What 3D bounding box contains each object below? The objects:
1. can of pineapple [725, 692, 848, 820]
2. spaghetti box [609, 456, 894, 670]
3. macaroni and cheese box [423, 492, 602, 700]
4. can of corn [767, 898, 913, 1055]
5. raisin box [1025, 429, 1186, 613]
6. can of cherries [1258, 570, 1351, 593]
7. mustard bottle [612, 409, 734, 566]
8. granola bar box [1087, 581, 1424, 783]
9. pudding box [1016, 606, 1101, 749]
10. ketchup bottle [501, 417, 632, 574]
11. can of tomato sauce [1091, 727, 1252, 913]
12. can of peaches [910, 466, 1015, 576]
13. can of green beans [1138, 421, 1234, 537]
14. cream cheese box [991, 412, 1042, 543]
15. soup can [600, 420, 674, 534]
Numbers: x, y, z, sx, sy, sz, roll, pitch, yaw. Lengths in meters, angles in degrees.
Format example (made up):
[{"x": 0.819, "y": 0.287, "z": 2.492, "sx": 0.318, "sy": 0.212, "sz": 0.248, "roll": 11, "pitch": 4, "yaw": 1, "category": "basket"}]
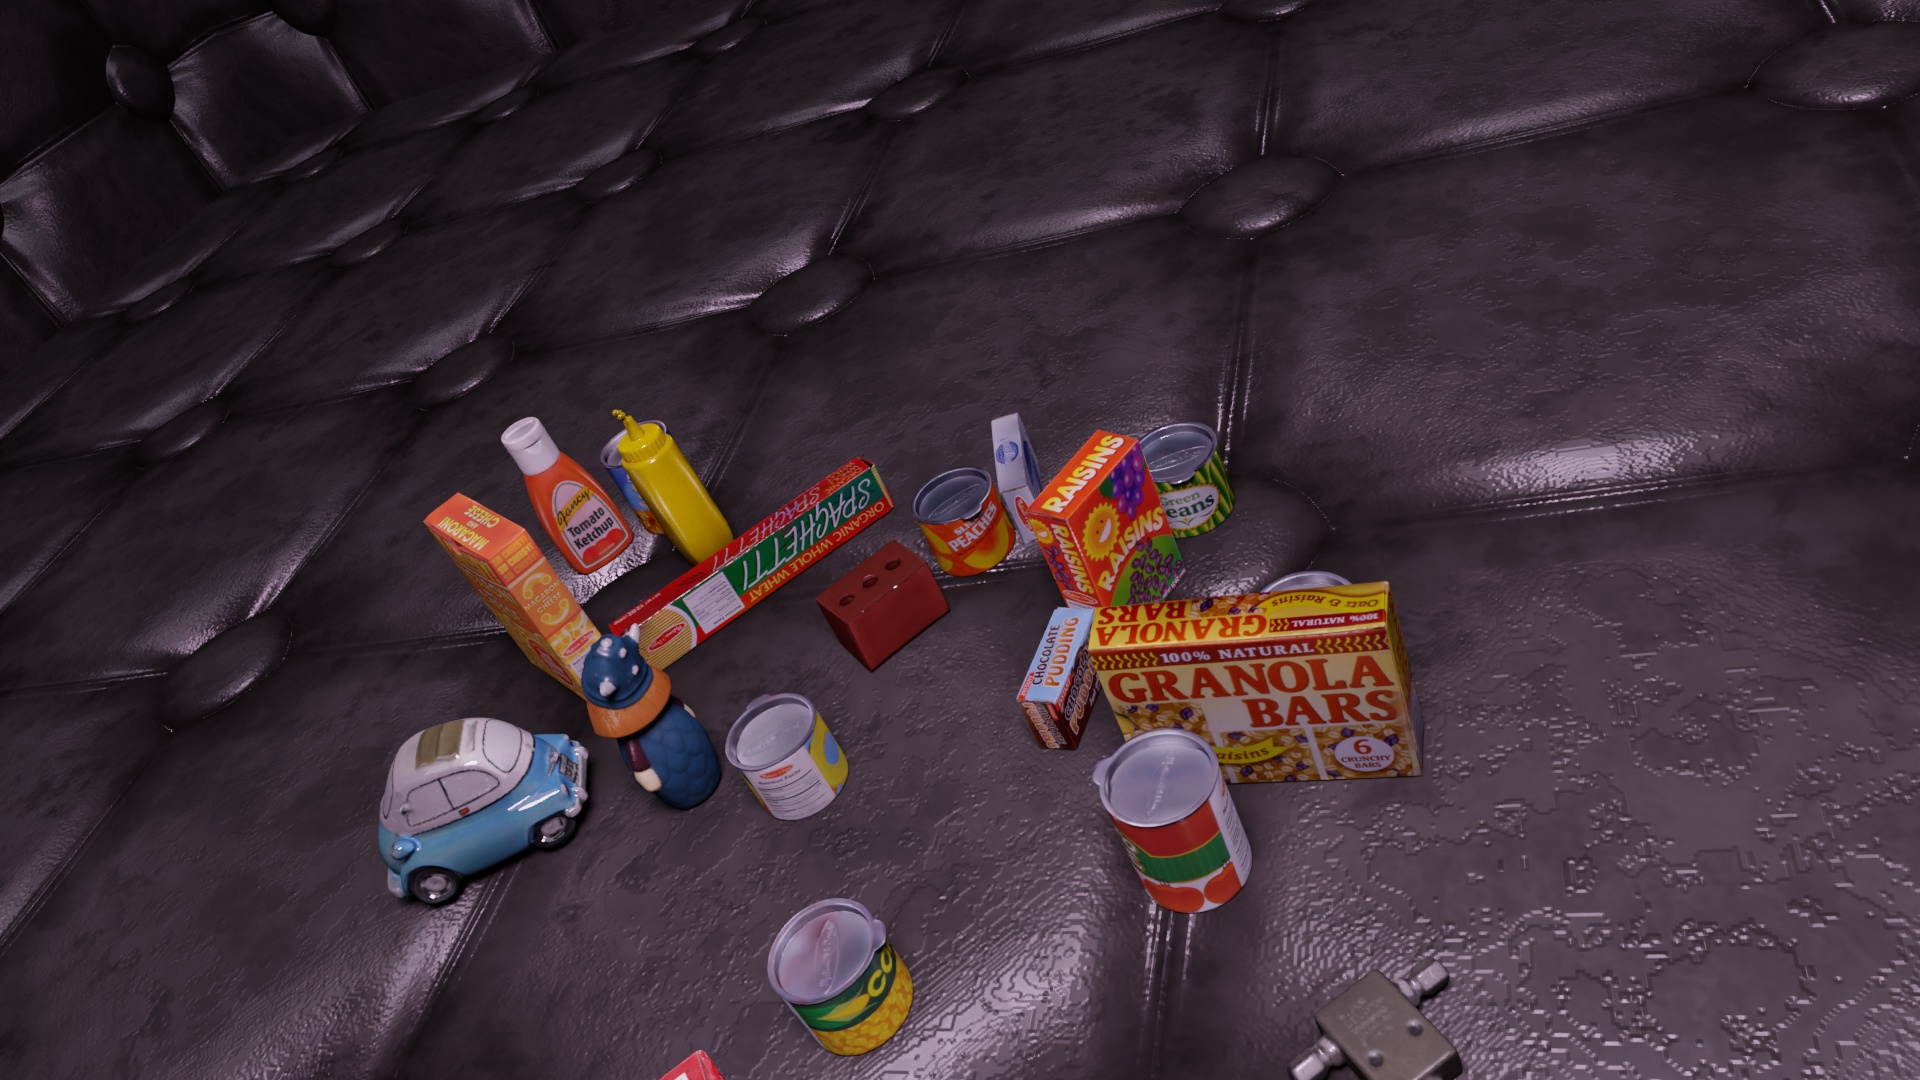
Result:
[{"x": -0.117, "y": 0.145, "z": 0.942, "sx": 0.071, "sy": 0.057, "sz": 0.071, "roll": -16, "pitch": 37, "yaw": 13, "category": "can of pineapple"}, {"x": -0.167, "y": 0.020, "z": 1.134, "sx": 0.251, "sy": 0.050, "sz": 0.029, "roll": -36, "pitch": 37, "yaw": -14, "category": "spaghetti box"}, {"x": -0.344, "y": 0.049, "z": 1.104, "sx": 0.124, "sy": 0.165, "sz": 0.040, "roll": 20, "pitch": 56, "yaw": 45, "category": "macaroni and cheese box"}, {"x": -0.064, "y": 0.246, "z": 0.785, "sx": 0.071, "sy": 0.058, "sz": 0.071, "roll": -16, "pitch": 37, "yaw": 13, "category": "can of corn"}, {"x": 0.100, "y": 0.001, "z": 0.938, "sx": 0.040, "sy": 0.123, "sz": 0.086, "roll": 16, "pitch": 53, "yaw": 43, "category": "raisin box"}, {"x": 0.214, "y": 0.063, "z": 0.849, "sx": 0.071, "sy": 0.058, "sz": 0.072, "roll": -16, "pitch": 37, "yaw": 13, "category": "can of cherries"}, {"x": -0.248, "y": -0.049, "z": 1.174, "sx": 0.049, "sy": 0.159, "sz": 0.065, "roll": -39, "pitch": 38, "yaw": -17, "category": "mustard bottle"}, {"x": 0.169, "y": 0.086, "z": 0.791, "sx": 0.165, "sy": 0.123, "sz": 0.039, "roll": -7, "pitch": 40, "yaw": 24, "category": "granola bar box"}, {"x": 0.069, "y": 0.089, "z": 0.909, "sx": 0.030, "sy": 0.049, "sz": 0.084, "roll": -1, "pitch": 43, "yaw": 30, "category": "pudding box"}, {"x": -0.354, "y": -0.042, "z": 1.238, "sx": 0.065, "sy": 0.148, "sz": 0.043, "roll": -40, "pitch": 38, "yaw": -18, "category": "ketchup bottle"}, {"x": 0.118, "y": 0.156, "z": 0.769, "sx": 0.071, "sy": 0.082, "sz": 0.071, "roll": -16, "pitch": 37, "yaw": 13, "category": "can of tomato sauce"}, {"x": 0.004, "y": -0.013, "z": 1.068, "sx": 0.071, "sy": 0.057, "sz": 0.071, "roll": -16, "pitch": 37, "yaw": 13, "category": "can of peaches"}, {"x": 0.161, "y": -0.044, "z": 1.013, "sx": 0.071, "sy": 0.057, "sz": 0.071, "roll": -16, "pitch": 37, "yaw": 13, "category": "can of green beans"}, {"x": 0.046, "y": -0.050, "z": 1.092, "sx": 0.024, "sy": 0.053, "sz": 0.104, "roll": -18, "pitch": 37, "yaw": 11, "category": "cream cheese box"}, {"x": -0.277, "y": -0.056, "z": 1.265, "sx": 0.071, "sy": 0.083, "sz": 0.072, "roll": -16, "pitch": 37, "yaw": 13, "category": "soup can"}]
